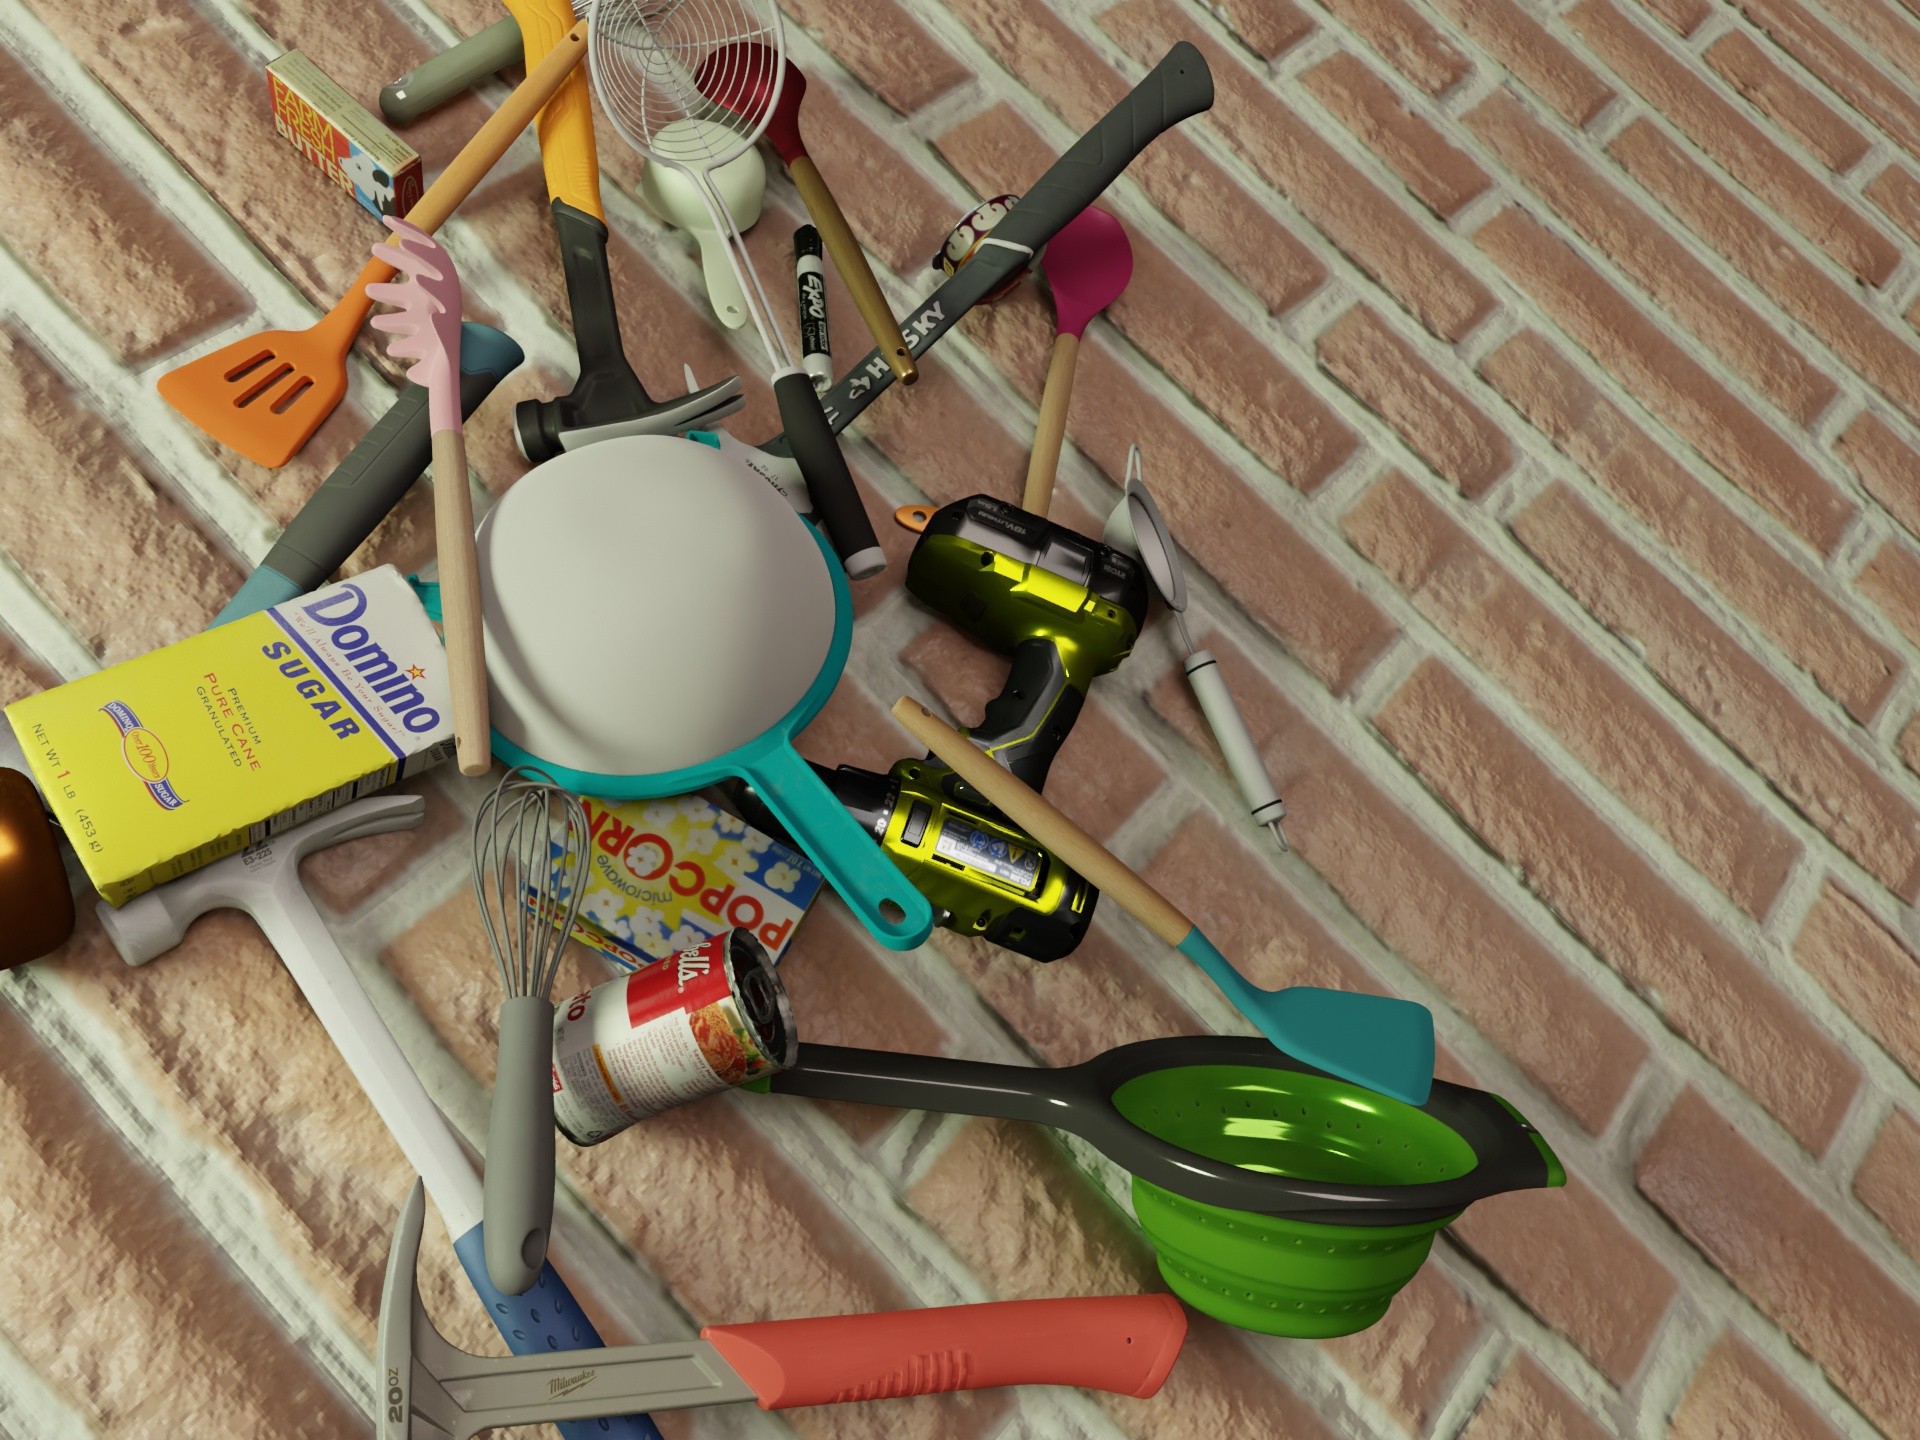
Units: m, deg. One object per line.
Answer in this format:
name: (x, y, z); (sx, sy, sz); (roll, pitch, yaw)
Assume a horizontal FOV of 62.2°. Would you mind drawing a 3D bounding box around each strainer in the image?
strainer: (0.135, -0.040, 0.937); (0.086, 0.050, 0.258); (6, 58, -66)
strainer: (-0.122, -0.031, 0.760); (0.211, 0.095, 0.341); (-32, 60, -20)

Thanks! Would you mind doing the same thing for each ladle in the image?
ladle: (-0.087, -0.312, 0.945); (0.069, 0.031, 0.316); (-16, 60, -17)

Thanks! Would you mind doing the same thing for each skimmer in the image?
skimmer: (-0.103, -0.256, 0.871); (0.127, 0.090, 0.363); (-15, 78, -38)

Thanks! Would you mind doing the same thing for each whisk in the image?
whisk: (-0.187, 0.123, 0.681); (0.055, 0.055, 0.239); (3, 54, -17)
whisk: (-0.266, -0.440, 1.007); (0.058, 0.059, 0.246); (23, 56, 38)

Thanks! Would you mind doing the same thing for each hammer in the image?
hammer: (-0.212, 0.209, 0.700); (0.144, 0.035, 0.406); (-31, 77, -28)
hammer: (-0.063, 0.268, 0.691); (0.359, 0.036, 0.149); (5, 60, -25)
hammer: (-0.217, -0.313, 0.925); (0.127, 0.034, 0.337); (-13, 73, -3)
hammer: (0.010, -0.272, 0.954); (0.149, 0.036, 0.409); (41, 76, 9)
hammer: (-0.330, -0.080, 0.793); (0.128, 0.033, 0.331); (32, 65, -2)

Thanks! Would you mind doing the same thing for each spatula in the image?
spatula: (0.098, 0.083, 0.790); (0.317, 0.044, 0.082); (38, 31, -2)
spatula: (-0.304, -0.275, 0.882); (0.081, 0.041, 0.323); (35, 78, 1)

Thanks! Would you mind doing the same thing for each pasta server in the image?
pasta server: (-0.253, -0.116, 0.767); (0.040, 0.060, 0.316); (5, 58, -33)

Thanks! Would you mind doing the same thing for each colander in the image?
colander: (0.071, 0.217, 0.755); (0.397, 0.204, 0.094); (6, 97, 2)

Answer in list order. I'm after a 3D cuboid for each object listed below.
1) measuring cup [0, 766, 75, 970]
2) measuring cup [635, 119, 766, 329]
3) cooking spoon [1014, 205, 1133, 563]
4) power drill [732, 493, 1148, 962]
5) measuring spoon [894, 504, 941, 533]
measuring cup: (-0.430, 0.025, 0.685); (0.052, 0.095, 0.174); (-16, 78, -33)
measuring cup: (-0.147, -0.304, 0.960); (0.083, 0.038, 0.168); (-2, 53, -21)
cooking spoon: (0.064, -0.222, 1.008); (0.068, 0.017, 0.319); (18, 56, -10)
power drill: (-0.001, -0.003, 0.853); (0.190, 0.080, 0.229); (23, 62, -7)
measuring spoon: (0.018, -0.114, 0.952); (0.117, 0.011, 0.021); (9, 62, -13)
